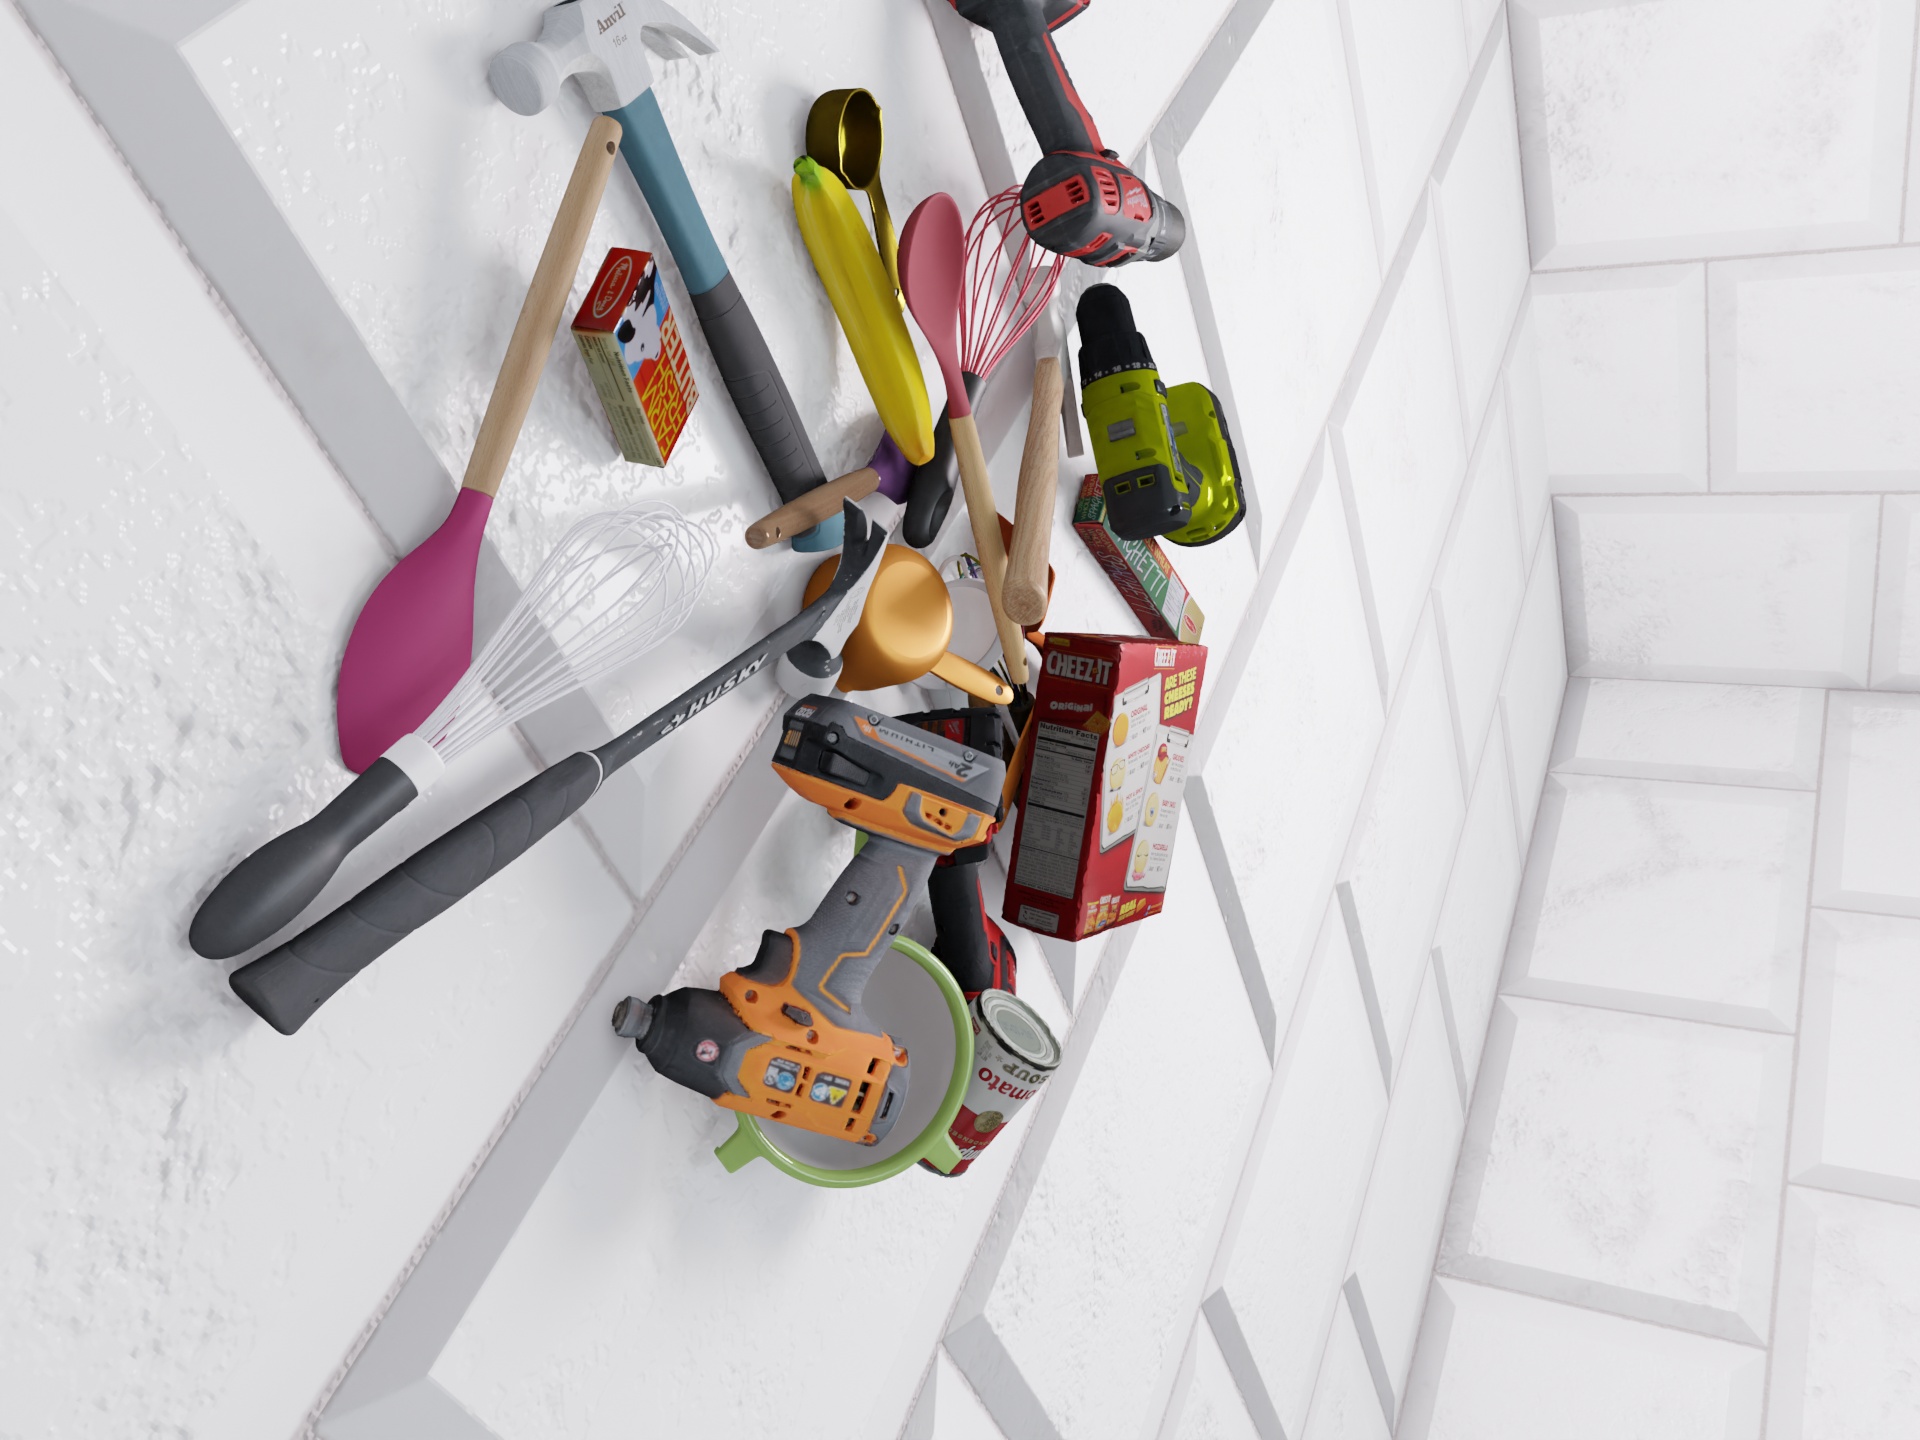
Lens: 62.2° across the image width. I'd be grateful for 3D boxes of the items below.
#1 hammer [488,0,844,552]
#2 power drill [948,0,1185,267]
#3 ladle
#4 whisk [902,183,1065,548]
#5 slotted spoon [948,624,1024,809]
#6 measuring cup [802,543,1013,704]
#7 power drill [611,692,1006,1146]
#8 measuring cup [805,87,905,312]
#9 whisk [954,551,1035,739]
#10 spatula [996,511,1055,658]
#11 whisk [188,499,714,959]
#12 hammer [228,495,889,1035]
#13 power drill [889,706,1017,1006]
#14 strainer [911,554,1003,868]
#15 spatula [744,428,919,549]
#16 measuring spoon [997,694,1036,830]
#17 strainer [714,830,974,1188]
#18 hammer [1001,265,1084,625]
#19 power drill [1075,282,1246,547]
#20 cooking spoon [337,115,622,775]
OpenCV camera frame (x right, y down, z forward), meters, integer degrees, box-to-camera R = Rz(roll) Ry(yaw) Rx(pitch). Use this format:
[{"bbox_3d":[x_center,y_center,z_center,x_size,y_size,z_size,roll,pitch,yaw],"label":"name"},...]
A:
[{"bbox_3d":[-0.130,-0.222,0.848,0.128,0.033,0.330,-60,142,-36],"label":"hammer"},{"bbox_3d":[0.078,-0.412,1.070,0.188,0.080,0.227,-17,88,-59],"label":"power drill"},{"bbox_3d":[0.007,-0.166,0.994,0.069,0.031,0.315,-42,126,-48],"label":"ladle"},{"bbox_3d":[0.011,-0.240,1.054,0.073,0.073,0.296,49,51,-51],"label":"whisk"},{"bbox_3d":[0.042,0.049,1.192,0.070,0.031,0.313,-61,141,-37],"label":"slotted spoon"},{"bbox_3d":[-0.015,-0.049,0.991,0.173,0.052,0.095,26,67,-35],"label":"measuring cup"},{"bbox_3d":[-0.081,0.104,0.862,0.164,0.084,0.226,21,86,-23],"label":"power drill"},{"bbox_3d":[-0.061,-0.313,0.975,0.156,0.029,0.062,74,33,-52],"label":"measuring cup"},{"bbox_3d":[0.040,-0.027,1.164,0.051,0.047,0.244,-64,147,-36],"label":"whisk"},{"bbox_3d":[0.084,-0.047,1.232,0.041,0.081,0.322,-41,146,-1],"label":"spatula"},{"bbox_3d":[-0.209,-0.002,0.680,0.285,0.070,0.070,-48,135,-30],"label":"whisk"},{"bbox_3d":[-0.167,0.017,0.760,0.409,0.036,0.149,-41,166,-45],"label":"hammer"},{"bbox_3d":[-0.001,0.108,1.053,0.143,0.078,0.219,-87,170,-61],"label":"power drill"},{"bbox_3d":[-0.002,-0.003,1.094,0.087,0.050,0.258,-16,121,-16],"label":"strainer"},{"bbox_3d":[-0.062,-0.139,0.929,0.316,0.018,0.059,-51,137,-67],"label":"spatula"},{"bbox_3d":[0.047,0.027,1.149,0.021,0.011,0.117,43,64,-60],"label":"measuring spoon"},{"bbox_3d":[-0.068,0.143,0.949,0.151,0.069,0.256,7,86,-24],"label":"strainer"},{"bbox_3d":[0.055,-0.176,1.080,0.332,0.031,0.129,-82,162,-48],"label":"hammer"},{"bbox_3d":[0.153,-0.231,1.260,0.228,0.080,0.190,3,73,-68],"label":"power drill"},{"bbox_3d":[-0.207,-0.125,0.710,0.068,0.017,0.319,30,74,-58],"label":"cooking spoon"}]
